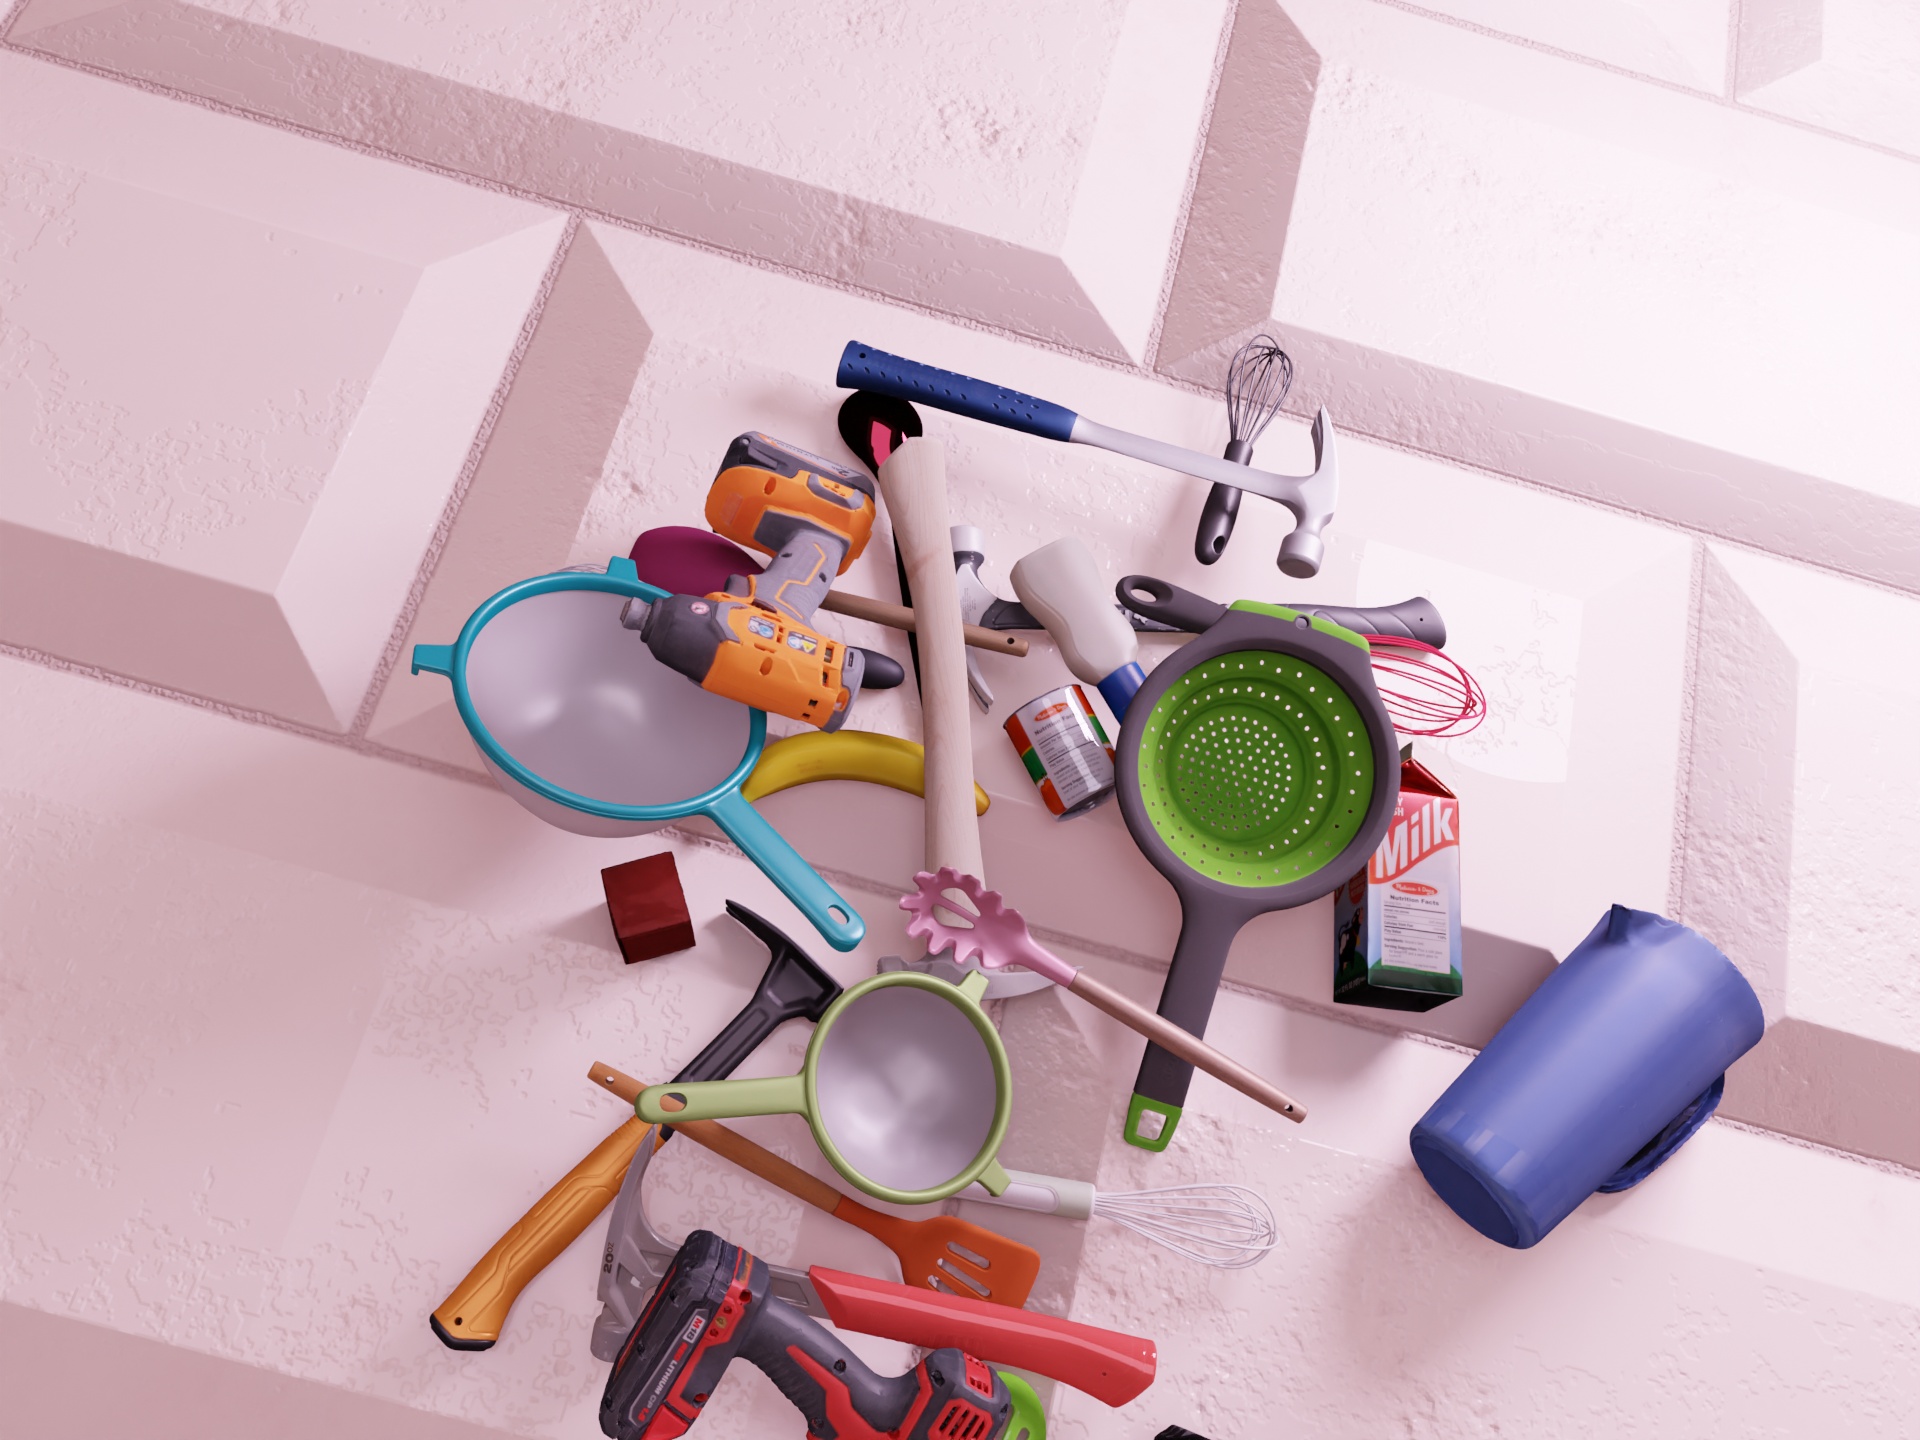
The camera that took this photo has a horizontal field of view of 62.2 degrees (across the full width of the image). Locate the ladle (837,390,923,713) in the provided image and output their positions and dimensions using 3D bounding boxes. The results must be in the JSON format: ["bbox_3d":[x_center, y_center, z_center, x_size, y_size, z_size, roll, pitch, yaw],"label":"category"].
[{"bbox_3d":[-0.045,-0.131,1.253,0.069,0.031,0.316,-7,72,-11],"label":"ladle"}]

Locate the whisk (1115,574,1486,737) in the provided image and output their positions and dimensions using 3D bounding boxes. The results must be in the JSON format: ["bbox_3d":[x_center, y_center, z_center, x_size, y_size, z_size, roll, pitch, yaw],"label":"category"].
[{"bbox_3d":[0.259,-0.054,1.218,0.296,0.073,0.073,20,67,5],"label":"whisk"}]

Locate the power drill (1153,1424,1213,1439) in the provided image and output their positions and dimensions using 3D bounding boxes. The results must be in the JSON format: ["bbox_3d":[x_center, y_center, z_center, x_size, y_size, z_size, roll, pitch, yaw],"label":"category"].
[{"bbox_3d":[0.160,0.579,0.979,0.190,0.080,0.229,25,70,2],"label":"power drill"}]

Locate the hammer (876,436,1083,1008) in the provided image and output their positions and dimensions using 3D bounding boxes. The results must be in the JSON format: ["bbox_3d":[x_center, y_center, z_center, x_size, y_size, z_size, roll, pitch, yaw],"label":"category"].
[{"bbox_3d":[-0.002,-0.004,1.155,0.146,0.038,0.411,-4,83,-11],"label":"hammer"}]

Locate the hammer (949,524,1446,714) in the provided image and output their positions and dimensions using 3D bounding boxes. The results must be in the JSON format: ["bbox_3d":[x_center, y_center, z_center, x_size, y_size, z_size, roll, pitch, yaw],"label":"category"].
[{"bbox_3d":[0.188,-0.076,1.260,0.409,0.036,0.149,1,70,-8],"label":"hammer"}]

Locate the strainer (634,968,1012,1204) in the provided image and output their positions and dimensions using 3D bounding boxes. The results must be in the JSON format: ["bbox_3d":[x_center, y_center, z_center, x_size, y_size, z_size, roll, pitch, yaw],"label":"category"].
[{"bbox_3d":[-0.093,0.248,1.048,0.256,0.069,0.152,2,70,-25],"label":"strainer"}]

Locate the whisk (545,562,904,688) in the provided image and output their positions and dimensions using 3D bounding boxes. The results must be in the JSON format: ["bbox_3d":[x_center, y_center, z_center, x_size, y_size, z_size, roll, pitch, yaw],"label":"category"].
[{"bbox_3d":[-0.180,-0.062,1.193,0.284,0.070,0.070,13,68,-8],"label":"whisk"}]

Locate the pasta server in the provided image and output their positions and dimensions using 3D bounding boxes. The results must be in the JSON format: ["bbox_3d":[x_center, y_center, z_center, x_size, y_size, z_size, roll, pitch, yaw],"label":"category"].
[{"bbox_3d":[0.100,0.193,1.093,0.316,0.040,0.060,31,93,1],"label":"pasta server"}]

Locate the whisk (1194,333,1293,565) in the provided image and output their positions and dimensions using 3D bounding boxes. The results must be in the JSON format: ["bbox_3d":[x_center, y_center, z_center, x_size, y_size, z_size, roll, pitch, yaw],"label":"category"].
[{"bbox_3d":[0.228,-0.224,1.304,0.055,0.055,0.239,20,62,0],"label":"whisk"}]

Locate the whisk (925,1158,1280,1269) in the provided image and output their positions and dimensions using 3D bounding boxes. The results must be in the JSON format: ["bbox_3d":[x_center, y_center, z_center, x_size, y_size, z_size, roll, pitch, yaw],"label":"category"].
[{"bbox_3d":[0.096,0.330,1.083,0.246,0.059,0.058,10,95,0],"label":"whisk"}]

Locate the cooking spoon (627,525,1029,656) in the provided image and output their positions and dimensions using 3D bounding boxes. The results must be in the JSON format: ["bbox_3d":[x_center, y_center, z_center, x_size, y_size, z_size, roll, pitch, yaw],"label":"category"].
[{"bbox_3d":[-0.102,-0.093,1.215,0.319,0.017,0.069,14,67,6],"label":"cooking spoon"}]

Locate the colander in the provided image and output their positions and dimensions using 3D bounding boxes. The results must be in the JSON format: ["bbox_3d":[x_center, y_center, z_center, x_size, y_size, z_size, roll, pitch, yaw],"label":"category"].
[{"bbox_3d":[0.186,0.114,1.167,0.204,0.094,0.397,18,85,0],"label":"colander"}]

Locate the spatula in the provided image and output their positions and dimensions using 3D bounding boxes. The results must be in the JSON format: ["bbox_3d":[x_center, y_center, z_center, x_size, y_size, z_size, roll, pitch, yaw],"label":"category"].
[{"bbox_3d":[-0.102,0.308,1.045,0.322,0.041,0.081,31,86,-7],"label":"spatula"}]

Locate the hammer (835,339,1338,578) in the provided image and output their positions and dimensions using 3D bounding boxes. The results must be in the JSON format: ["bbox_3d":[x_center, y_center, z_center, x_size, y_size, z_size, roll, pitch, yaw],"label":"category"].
[{"bbox_3d":[0.102,-0.233,1.260,0.405,0.035,0.144,17,67,4],"label":"hammer"}]

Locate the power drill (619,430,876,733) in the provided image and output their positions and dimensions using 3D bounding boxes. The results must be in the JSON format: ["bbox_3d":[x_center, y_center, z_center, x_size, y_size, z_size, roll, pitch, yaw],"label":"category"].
[{"bbox_3d":[-0.144,-0.103,1.122,0.164,0.084,0.227,20,43,-16],"label":"power drill"}]

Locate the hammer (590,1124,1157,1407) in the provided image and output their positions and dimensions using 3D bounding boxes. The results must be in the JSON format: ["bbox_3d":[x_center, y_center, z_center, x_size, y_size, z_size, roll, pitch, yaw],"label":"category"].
[{"bbox_3d":[-0.050,0.368,1.020,0.359,0.037,0.149,13,91,-2],"label":"hammer"}]

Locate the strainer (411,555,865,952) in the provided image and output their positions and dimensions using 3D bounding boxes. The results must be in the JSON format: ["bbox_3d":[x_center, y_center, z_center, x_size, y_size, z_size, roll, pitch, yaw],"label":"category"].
[{"bbox_3d":[-0.200,0.048,1.072,0.340,0.095,0.211,44,43,11],"label":"strainer"}]

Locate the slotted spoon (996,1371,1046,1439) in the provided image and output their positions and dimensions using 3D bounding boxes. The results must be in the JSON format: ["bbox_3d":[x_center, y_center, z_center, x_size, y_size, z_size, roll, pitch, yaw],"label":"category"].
[{"bbox_3d":[-0.029,0.560,0.985,0.070,0.031,0.314,27,69,2],"label":"slotted spoon"}]

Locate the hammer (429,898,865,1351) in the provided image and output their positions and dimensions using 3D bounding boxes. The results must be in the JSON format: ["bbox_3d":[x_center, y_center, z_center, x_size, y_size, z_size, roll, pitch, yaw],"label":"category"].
[{"bbox_3d":[-0.221,0.274,1.064,0.127,0.034,0.337,42,69,8],"label":"hammer"}]

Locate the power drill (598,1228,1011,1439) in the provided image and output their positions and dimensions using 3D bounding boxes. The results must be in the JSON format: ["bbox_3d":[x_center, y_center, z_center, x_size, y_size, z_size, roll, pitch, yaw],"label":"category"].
[{"bbox_3d":[-0.105,0.437,0.968,0.226,0.080,0.188,30,92,-5],"label":"power drill"}]
